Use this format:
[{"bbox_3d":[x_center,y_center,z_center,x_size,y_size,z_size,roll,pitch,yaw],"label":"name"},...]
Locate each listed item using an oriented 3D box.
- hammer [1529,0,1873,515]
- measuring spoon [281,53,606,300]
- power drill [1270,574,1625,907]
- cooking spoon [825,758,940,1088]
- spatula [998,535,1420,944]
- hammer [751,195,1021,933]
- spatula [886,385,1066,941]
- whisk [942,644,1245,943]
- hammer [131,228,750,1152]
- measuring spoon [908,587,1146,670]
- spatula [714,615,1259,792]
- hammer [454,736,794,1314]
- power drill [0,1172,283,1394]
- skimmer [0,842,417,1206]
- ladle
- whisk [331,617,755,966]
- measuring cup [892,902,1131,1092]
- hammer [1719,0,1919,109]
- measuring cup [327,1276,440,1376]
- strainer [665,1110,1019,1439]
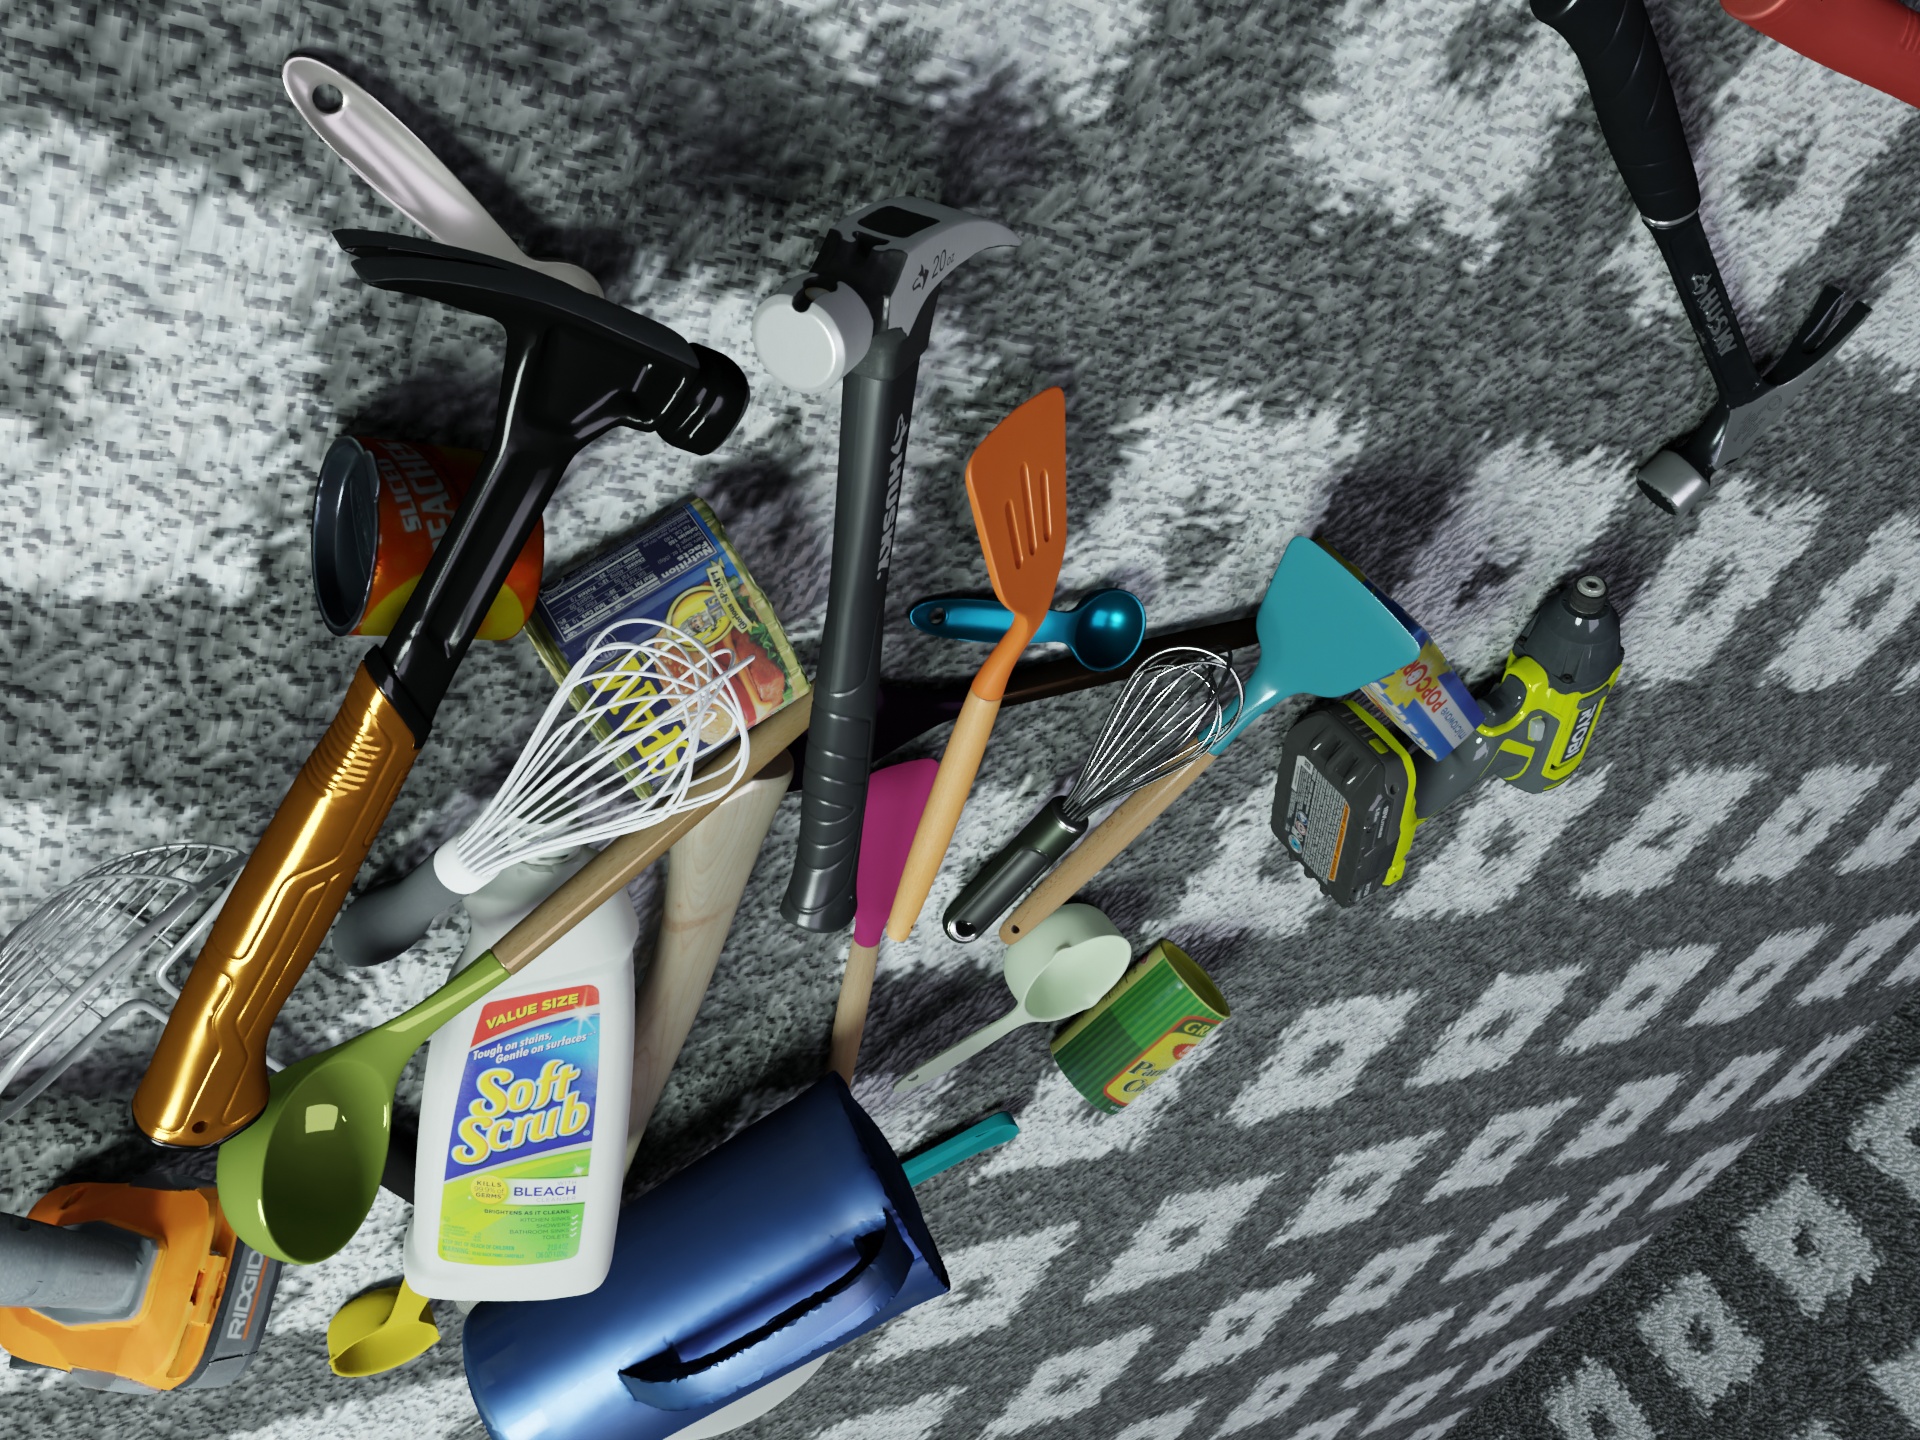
[{"bbox_3d":[0.357,-0.243,0.780,0.149,0.036,0.408,-45,141,11],"label":"hammer"},{"bbox_3d":[-0.159,-0.160,0.495,0.034,0.018,0.124,-41,136,7],"label":"measuring spoon"},{"bbox_3d":[0.307,0.009,0.982,0.223,0.080,0.171,-26,143,-18],"label":"power drill"},{"bbox_3d":[-0.056,0.137,0.885,0.068,0.017,0.318,-13,137,-27],"label":"cooking spoon"},{"bbox_3d":[0.111,0.031,0.853,0.317,0.082,0.044,-48,173,32],"label":"spatula"},{"bbox_3d":[-0.039,-0.039,0.618,0.146,0.035,0.334,-55,161,-46],"label":"hammer"},{"bbox_3d":[-0.001,-0.002,0.735,0.081,0.041,0.322,-46,163,-44],"label":"spatula"},{"bbox_3d":[0.063,0.045,0.836,0.057,0.059,0.246,32,125,-13],"label":"whisk"},{"bbox_3d":[-0.197,0.011,0.508,0.127,0.034,0.336,13,117,-46],"label":"hammer"},{"bbox_3d":[0.030,-0.049,0.757,0.128,0.021,0.042,3,110,-28],"label":"measuring spoon"},{"bbox_3d":[0.028,-0.014,0.786,0.316,0.018,0.059,-15,138,-23],"label":"spatula"},{"bbox_3d":[-0.154,0.168,0.822,0.146,0.038,0.410,-4,134,-37],"label":"hammer"},{"bbox_3d":[-0.402,0.205,0.616,0.164,0.084,0.226,-5,154,26],"label":"power drill"},{"bbox_3d":[-0.283,0.168,0.685,0.127,0.090,0.362,-51,149,-21],"label":"skimmer"},{"bbox_3d":[-0.158,0.087,0.642,0.320,0.062,0.078,-41,146,-16],"label":"ladle"},{"bbox_3d":[-0.169,0.041,0.601,0.070,0.070,0.284,10,149,-43],"label":"whisk"},{"bbox_3d":[0.024,0.168,0.966,0.167,0.038,0.083,-32,143,-1],"label":"measuring cup"},{"bbox_3d":[0.481,-0.316,0.795,0.359,0.037,0.149,-2,132,-36],"label":"hammer"},{"bbox_3d":[-0.300,0.303,0.861,0.062,0.029,0.156,3,131,-40],"label":"measuring cup"},{"bbox_3d":[-0.098,0.371,1.041,0.340,0.095,0.210,-26,142,-11],"label":"strainer"}]
